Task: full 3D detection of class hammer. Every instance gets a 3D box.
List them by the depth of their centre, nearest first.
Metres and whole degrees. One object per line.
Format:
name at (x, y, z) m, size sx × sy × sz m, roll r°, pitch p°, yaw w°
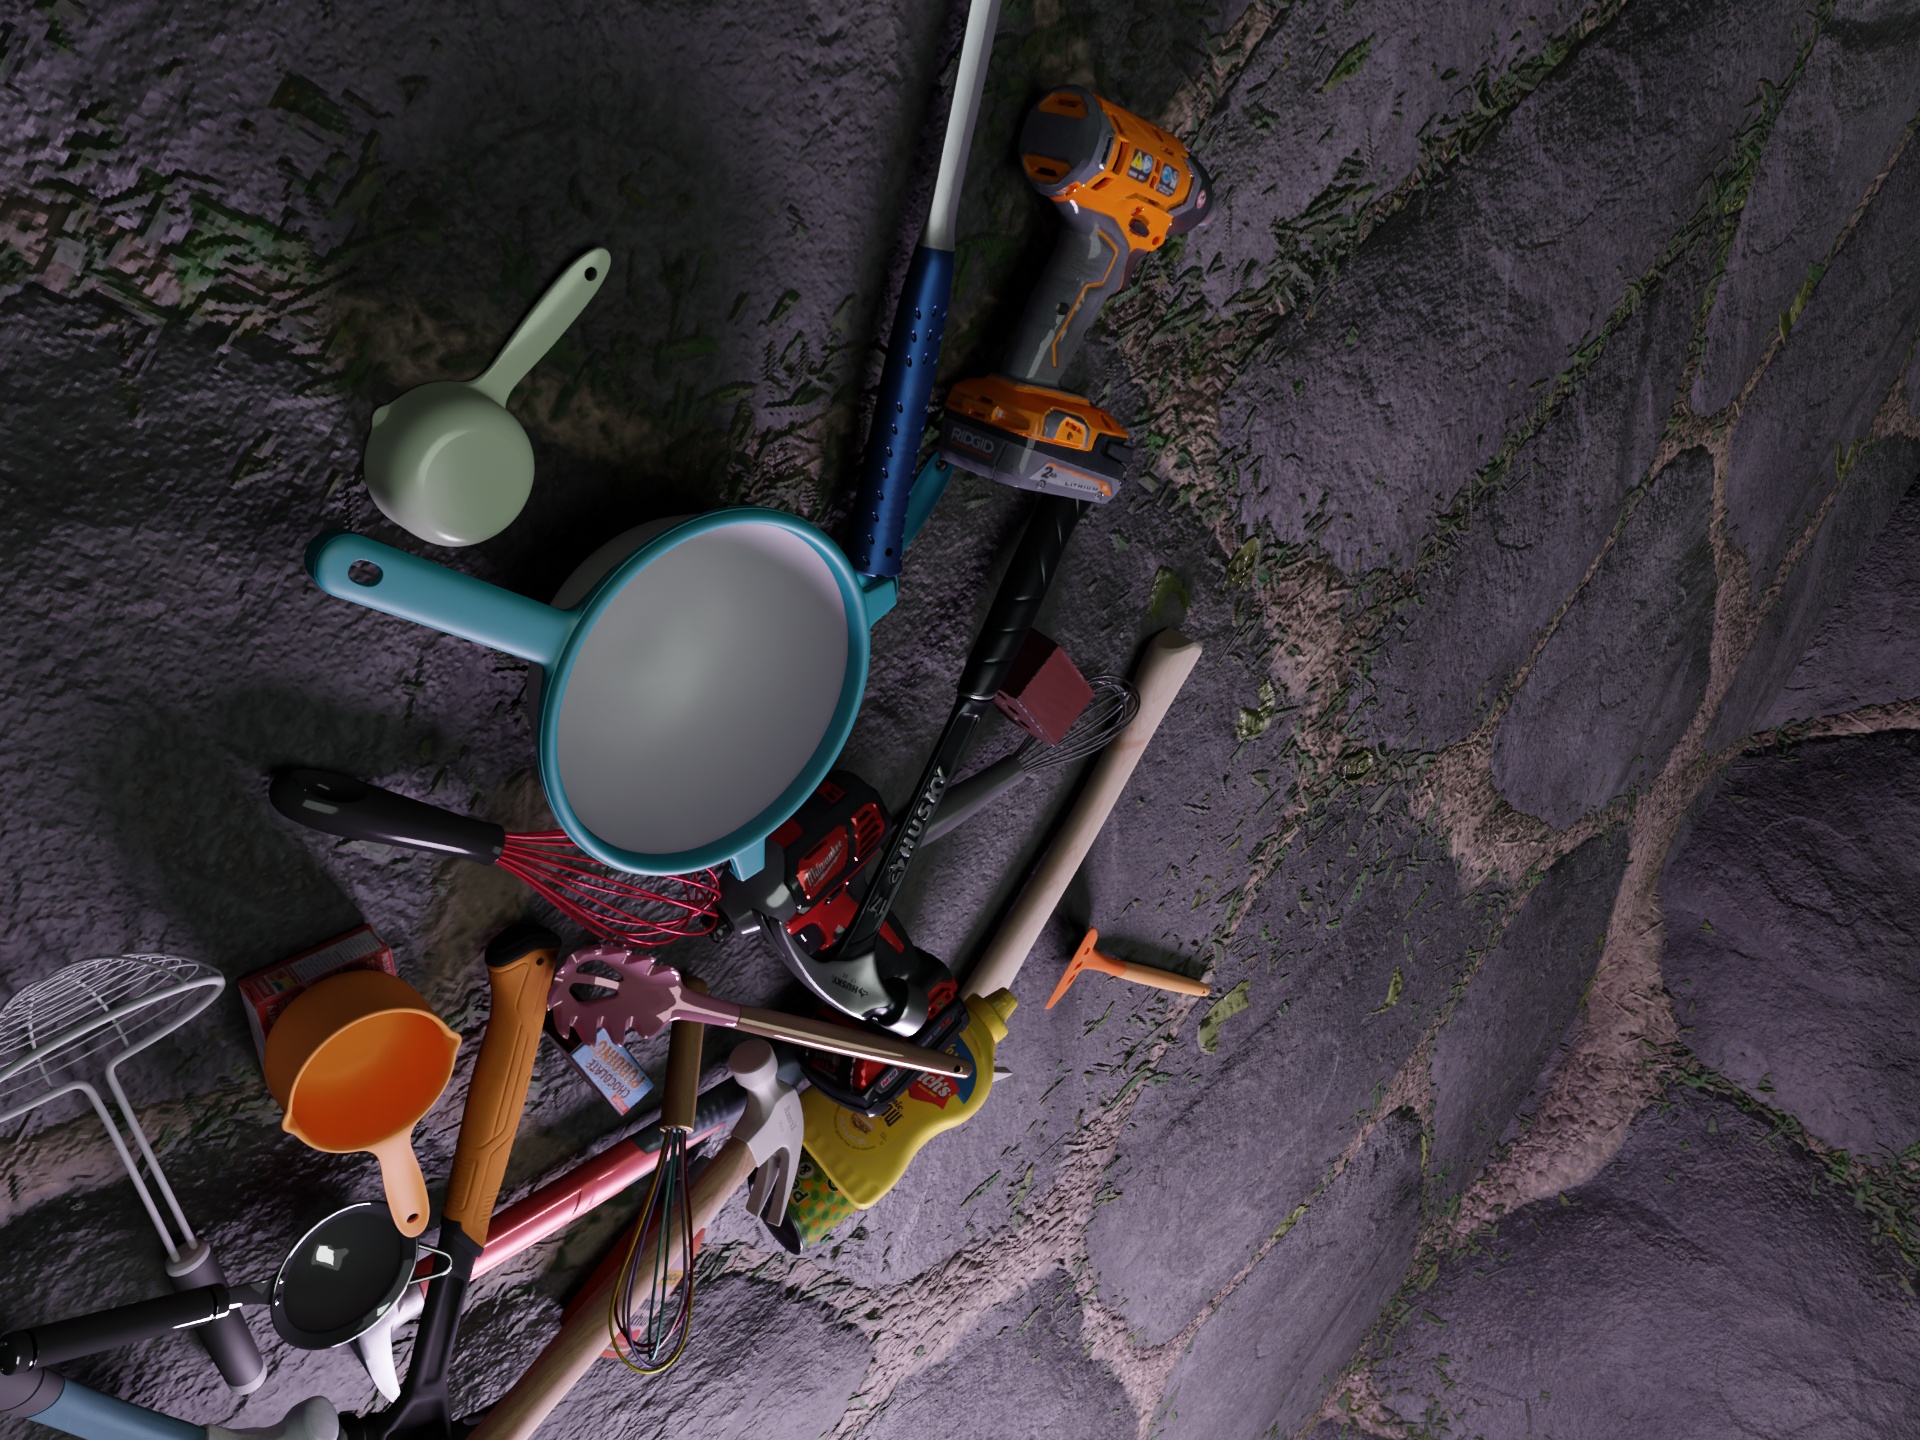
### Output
hammer at (-0.477, 0.338, 0.808) m, size 0.128 × 0.033 × 0.330 m, roll -28°, pitch 135°, yaw 6°
hammer at (-0.017, -0.275, 0.886) m, size 0.144 × 0.035 × 0.405 m, roll -9°, pitch 121°, yaw -44°
hammer at (-0.285, 0.285, 0.953) m, size 0.127 × 0.034 × 0.337 m, roll 9°, pitch 98°, yaw -45°
hammer at (-0.212, 0.364, 1.023) m, size 0.331 × 0.031 × 0.129 m, roll -47°, pitch 137°, yaw -35°
hammer at (-0.002, -0.003, 1.043) m, size 0.149 × 0.036 × 0.409 m, roll 34°, pitch 77°, yaw -41°
hammer at (-0.230, 0.313, 1.086) m, size 0.386 × 0.038 × 0.143 m, roll -25°, pitch 134°, yaw -34°
hammer at (0.087, 0.115, 1.293) m, size 0.146 × 0.038 × 0.410 m, roll 23°, pitch 98°, yaw -54°

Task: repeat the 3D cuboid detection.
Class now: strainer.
strainer at (-0.380, 0.296, 0.820) m, size 0.258 × 0.050 × 0.087 m, roll 8°, pitch 97°, yaw -58°
strainer at (-0.195, -0.043, 0.821) m, size 0.340 × 0.095 × 0.211 m, roll 22°, pitch 96°, yaw -50°

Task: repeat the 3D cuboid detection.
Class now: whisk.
whisk at (-0.243, 0.074, 0.882) m, size 0.295 × 0.073 × 0.073 m, roll 24°, pitch 97°, yaw -47°
whisk at (-0.184, 0.278, 1.000) m, size 0.047 × 0.245 × 0.051 m, roll 4°, pitch 151°, yaw -4°
whisk at (0.038, 0.033, 1.175) m, size 0.239 × 0.055 × 0.055 m, roll -32°, pitch 136°, yaw -23°

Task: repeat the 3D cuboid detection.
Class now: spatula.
spatula at (0.163, 0.236, 1.460) m, size 0.322 × 0.041 × 0.081 m, roll 24°, pitch 97°, yaw -53°

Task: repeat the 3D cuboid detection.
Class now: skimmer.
skimmer at (-0.401, 0.255, 0.810) m, size 0.127 × 0.090 × 0.363 m, roll -31°, pitch 136°, yaw -34°

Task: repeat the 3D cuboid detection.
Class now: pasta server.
pasta server at (-0.116, 0.194, 1.001) m, size 0.316 × 0.040 × 0.060 m, roll 21°, pitch 90°, yaw -33°

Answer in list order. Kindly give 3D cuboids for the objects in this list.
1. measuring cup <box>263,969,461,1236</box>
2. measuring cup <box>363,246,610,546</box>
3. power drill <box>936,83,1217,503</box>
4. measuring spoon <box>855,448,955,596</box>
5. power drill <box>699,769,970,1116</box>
measuring cup at (-0.316, 0.207, 0.852) m, size 0.095 × 0.052 × 0.173 m, roll -26°, pitch 134°, yaw -32°
measuring cup at (-0.213, -0.156, 0.761) m, size 0.167 × 0.038 × 0.083 m, roll -53°, pitch 143°, yaw -2°
power drill at (0.082, -0.255, 0.985) m, size 0.164 × 0.084 × 0.226 m, roll 1°, pitch 112°, yaw -49°
measuring spoon at (-0.040, -0.120, 1.001) m, size 0.042 × 0.021 × 0.128 m, roll 36°, pitch 78°, yaw -28°
power drill at (-0.086, 0.155, 1.074) m, size 0.143 × 0.079 × 0.219 m, roll -41°, pitch 127°, yaw -28°
